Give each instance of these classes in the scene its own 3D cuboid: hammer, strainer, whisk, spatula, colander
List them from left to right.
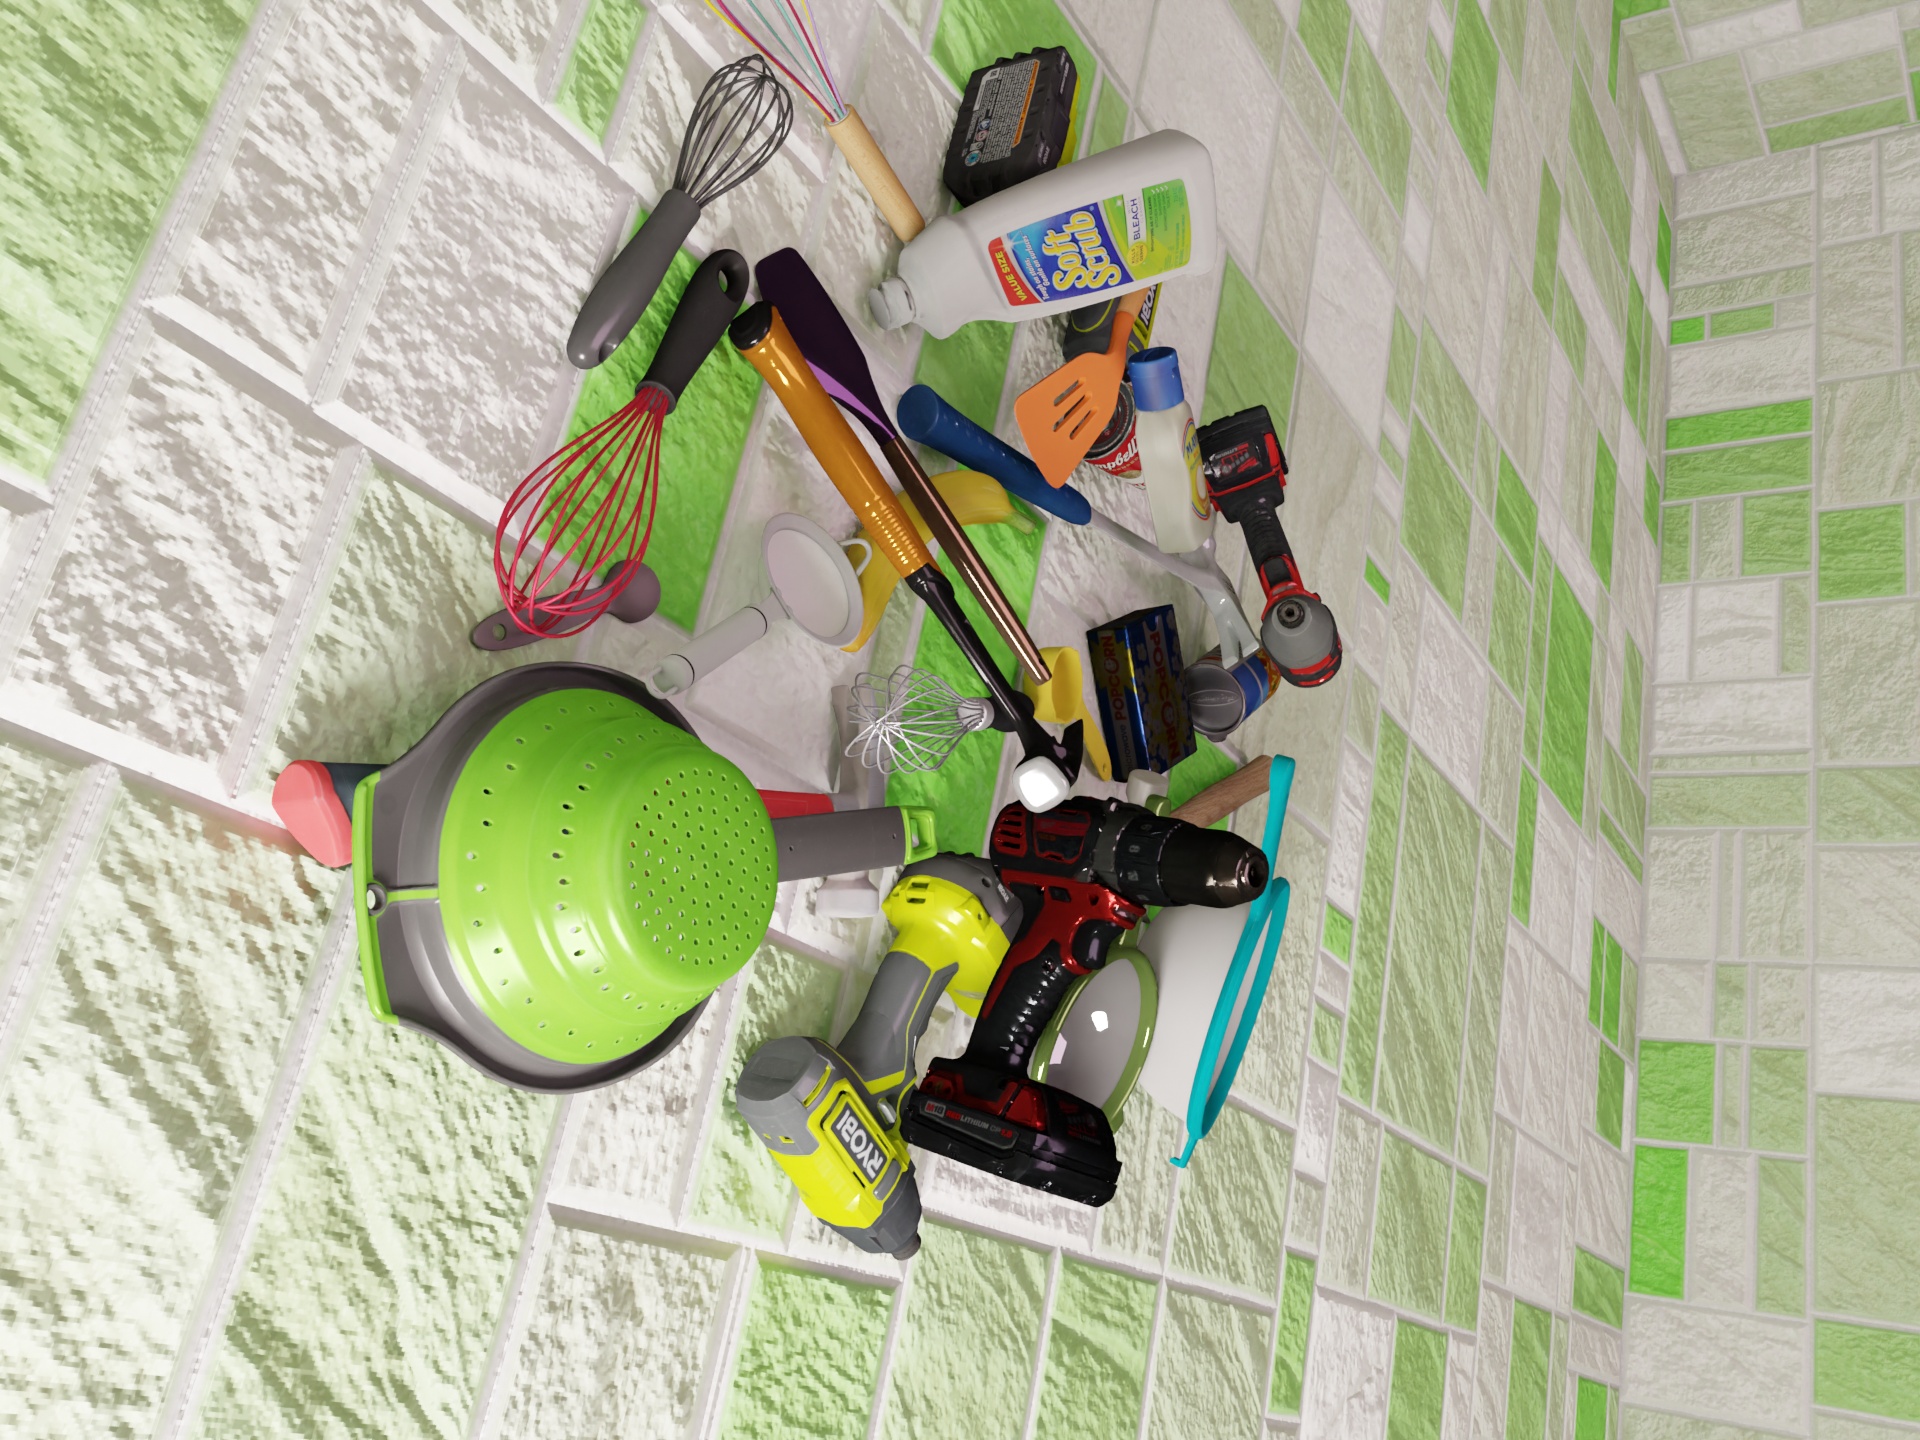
[{"bbox_3d":[-0.170,0.033,0.830,0.386,0.038,0.143,9,79,-54],"label":"hammer"},{"bbox_3d":[-0.168,-0.158,0.836,0.073,0.073,0.296,54,41,-37],"label":"whisk"},{"bbox_3d":[-0.155,-0.281,0.876,0.055,0.055,0.239,49,54,-40],"label":"whisk"},{"bbox_3d":[-0.104,0.068,0.801,0.397,0.094,0.204,-2,86,-55],"label":"colander"},{"bbox_3d":[-0.113,-0.057,0.874,0.087,0.050,0.258,59,24,-8],"label":"strainer"},{"bbox_3d":[-0.090,-0.389,0.983,0.047,0.051,0.244,-55,138,-13],"label":"whisk"},{"bbox_3d":[-0.032,-0.152,0.996,0.315,0.018,0.060,56,44,-13],"label":"spatula"},{"bbox_3d":[-0.029,-0.102,0.954,0.337,0.034,0.127,56,15,-8],"label":"hammer"},{"bbox_3d":[-0.002,-0.004,1.018,0.284,0.070,0.070,-7,93,-71],"label":"whisk"},{"bbox_3d":[0.087,0.171,1.118,0.151,0.069,0.256,15,90,-55],"label":"strainer"},{"bbox_3d":[0.100,-0.150,1.192,0.405,0.035,0.144,21,41,-48],"label":"hammer"},{"bbox_3d":[0.118,-0.308,1.159,0.080,0.041,0.323,57,45,-42],"label":"spatula"},{"bbox_3d":[0.199,0.078,1.323,0.331,0.031,0.130,-18,125,-59],"label":"hammer"},{"bbox_3d":[0.182,0.157,1.199,0.211,0.095,0.340,-49,150,-49],"label":"strainer"}]

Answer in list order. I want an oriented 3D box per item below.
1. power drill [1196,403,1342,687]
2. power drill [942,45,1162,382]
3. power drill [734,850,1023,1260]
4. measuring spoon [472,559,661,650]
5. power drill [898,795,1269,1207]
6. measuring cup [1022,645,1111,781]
[{"bbox_3d":[0.258,-0.142,1.328,0.143,0.078,0.220,34,38,-67],"label":"power drill"},{"bbox_3d":[0.088,-0.390,1.195,0.228,0.080,0.191,39,58,-49],"label":"power drill"},{"bbox_3d":[-0.030,0.205,0.983,0.223,0.080,0.171,-54,128,-37],"label":"power drill"},{"bbox_3d":[-0.197,-0.057,0.816,0.124,0.018,0.034,-27,109,-51],"label":"measuring spoon"},{"bbox_3d":[0.072,0.153,0.906,0.080,0.188,0.227,30,72,-39],"label":"power drill"},{"bbox_3d":[0.083,0.001,1.205,0.156,0.029,0.062,60,42,-49],"label":"measuring cup"}]
